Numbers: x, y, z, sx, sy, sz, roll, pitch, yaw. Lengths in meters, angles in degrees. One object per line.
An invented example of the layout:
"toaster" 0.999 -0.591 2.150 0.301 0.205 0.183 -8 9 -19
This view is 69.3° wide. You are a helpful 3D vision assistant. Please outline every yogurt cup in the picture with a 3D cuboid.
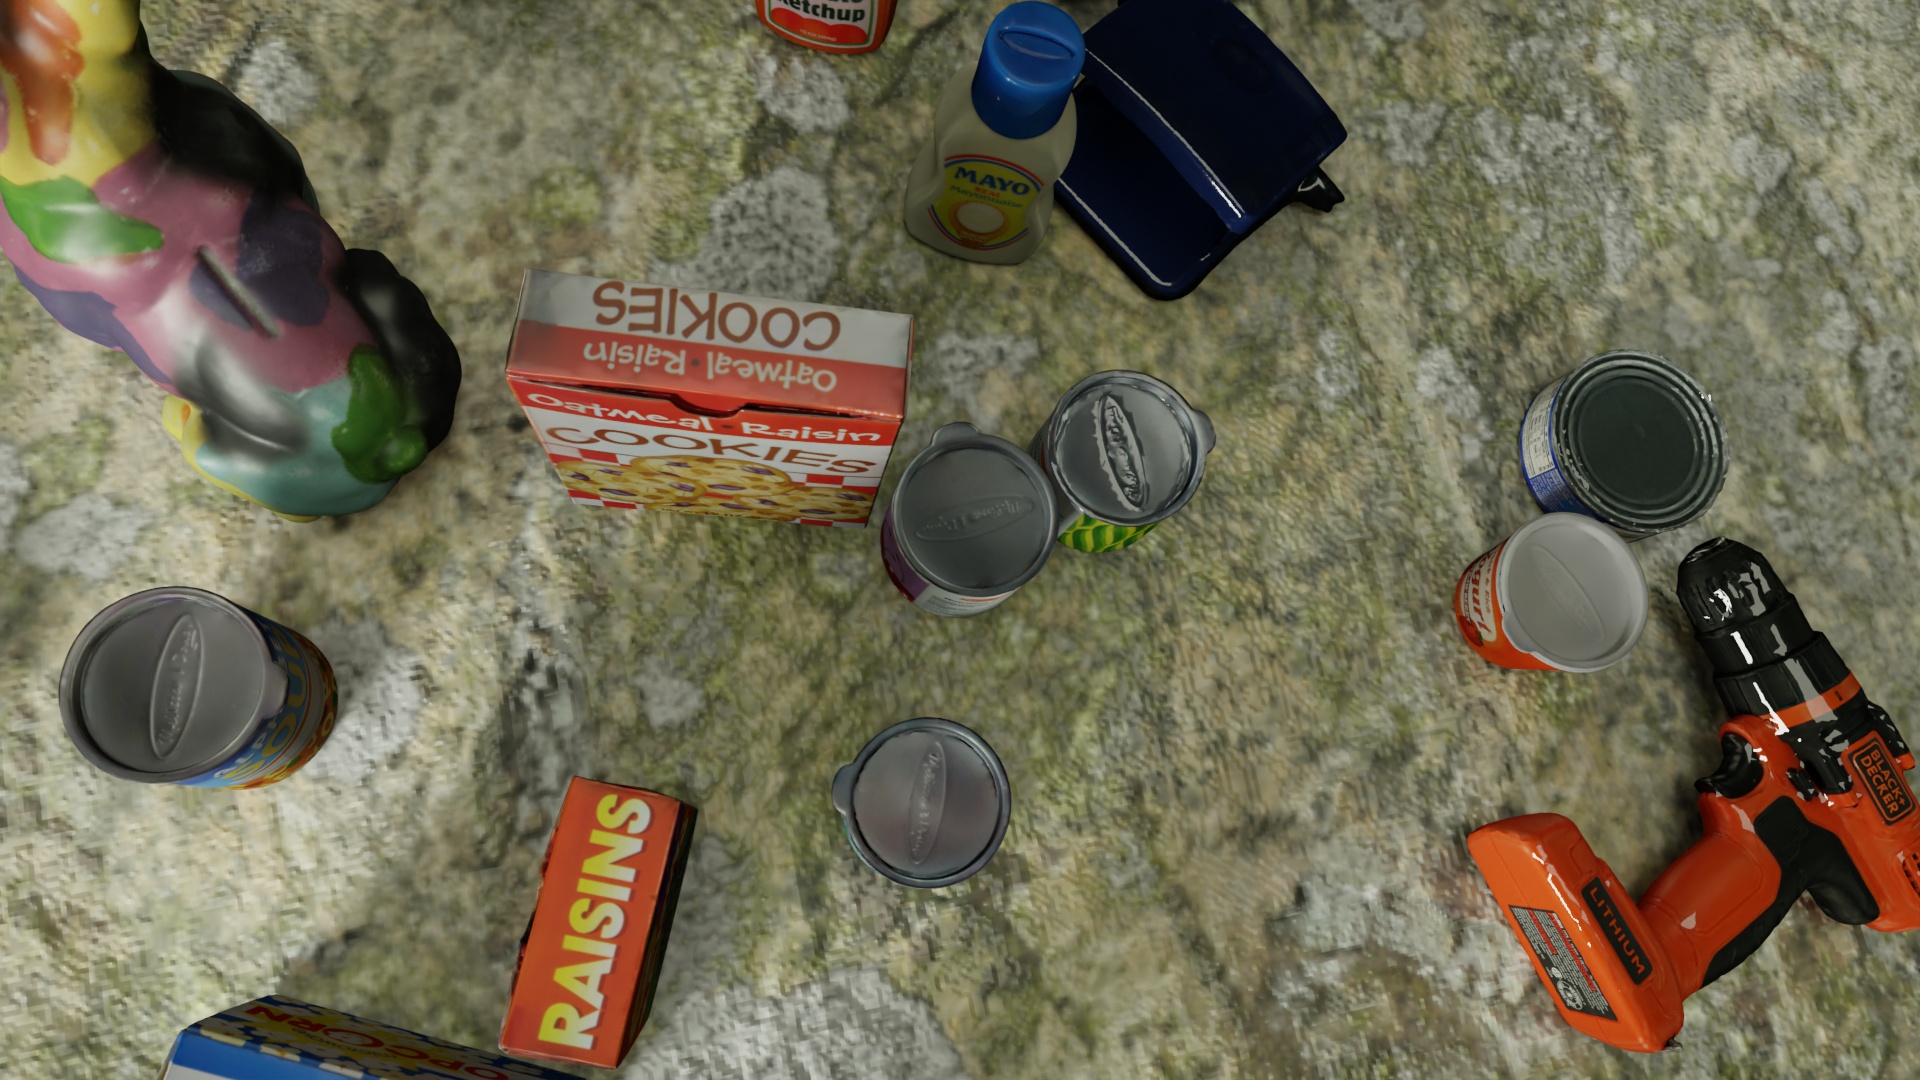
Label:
"yogurt cup" 0.253 0.026 0.604 0.072 0.054 0.072 2 78 -8

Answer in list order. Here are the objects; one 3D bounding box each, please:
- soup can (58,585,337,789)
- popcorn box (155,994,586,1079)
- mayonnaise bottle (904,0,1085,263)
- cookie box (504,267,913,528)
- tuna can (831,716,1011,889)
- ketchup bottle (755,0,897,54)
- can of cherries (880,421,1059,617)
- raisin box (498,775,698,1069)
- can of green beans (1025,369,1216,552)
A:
"soup can" -0.267 0.056 0.502 0.071 0.083 0.071 2 78 -8
"popcorn box" -0.199 0.196 0.480 0.127 0.085 0.038 17 76 -5
"mayonnaise bottle" 0.016 -0.160 0.560 0.065 0.147 0.041 14 77 -6
"cookie box" -0.088 -0.043 0.508 0.123 0.167 0.040 5 78 -7
"tuna can" -0.017 0.105 0.556 0.071 0.032 0.071 2 77 -8
"ketchup bottle" -0.052 -0.259 0.571 0.065 0.148 0.043 13 77 -6
"can of cherries" 0.002 -0.007 0.570 0.071 0.058 0.071 2 78 -8
"raisin box" -0.123 0.129 0.487 0.040 0.123 0.086 14 76 -6
"can of green beans" 0.063 -0.032 0.585 0.071 0.057 0.071 2 78 -8
